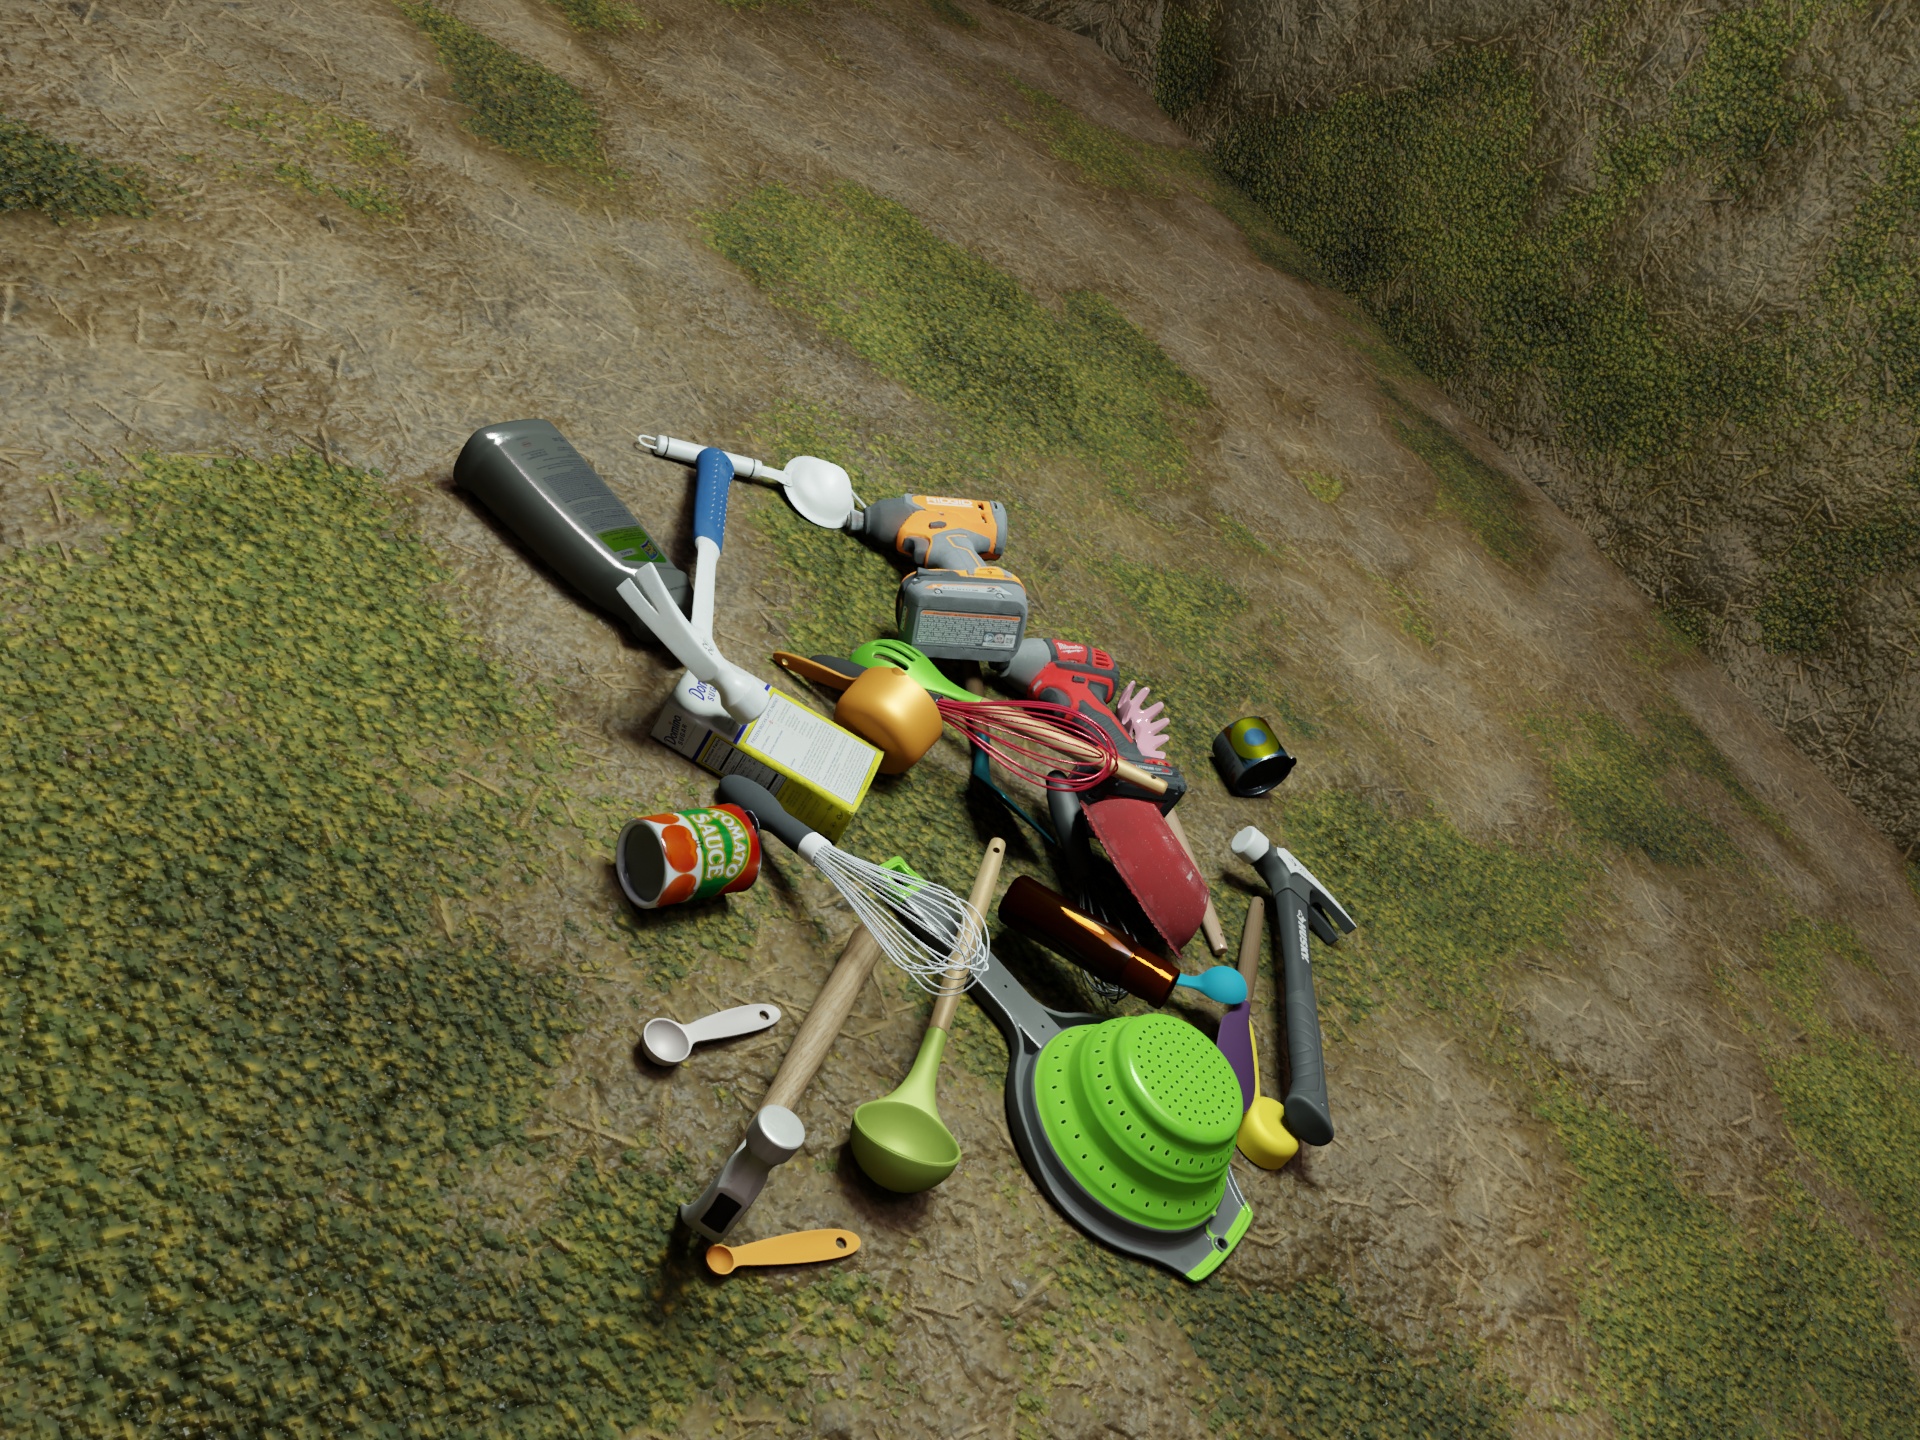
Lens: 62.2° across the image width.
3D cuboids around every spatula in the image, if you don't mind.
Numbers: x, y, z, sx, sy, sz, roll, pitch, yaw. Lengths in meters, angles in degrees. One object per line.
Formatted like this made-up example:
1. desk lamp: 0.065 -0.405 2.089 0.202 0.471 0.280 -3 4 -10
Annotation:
1. spatula: 0.249 0.237 1.391 0.059 0.018 0.316 56 24 -13
2. spatula: 0.027 -0.006 1.491 0.082 0.044 0.318 43 24 -36

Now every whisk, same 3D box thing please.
1. whisk: -0.002 -0.004 1.384 0.296 0.073 0.073 19 31 15
2. whisk: 0.109 0.137 1.371 0.055 0.055 0.239 13 44 -31
3. whisk: -0.087 0.113 1.185 0.285 0.070 0.070 32 28 33

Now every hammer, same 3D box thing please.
1. hammer: 0.304 0.240 1.412 0.146 0.035 0.335 40 30 -18
2. hammer: -0.222 -0.149 1.372 0.144 0.035 0.406 48 15 -28
3. hammer: -0.105 0.225 1.058 0.031 0.130 0.331 35 23 -2

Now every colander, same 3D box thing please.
1. colander: 0.089 0.232 1.216 0.397 0.094 0.204 46 35 14

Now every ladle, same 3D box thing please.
1. ladle: -0.007 0.199 1.156 0.078 0.062 0.320 22 47 -2

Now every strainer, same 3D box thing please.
1. strainer: -0.197 -0.249 1.588 0.258 0.050 0.087 11 56 -28

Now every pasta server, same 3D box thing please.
1. pasta server: 0.207 0.090 1.541 0.060 0.040 0.317 24 36 -37

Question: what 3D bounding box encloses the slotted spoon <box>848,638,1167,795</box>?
1. slotted spoon: 0.042 -0.005 1.431 0.314 0.031 0.070 25 36 11

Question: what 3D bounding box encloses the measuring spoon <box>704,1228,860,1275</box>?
1. measuring spoon: -0.111 0.334 0.997 0.116 0.011 0.021 8 43 -41

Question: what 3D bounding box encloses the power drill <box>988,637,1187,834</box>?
1. power drill: 0.115 0.006 1.529 0.143 0.078 0.220 10 40 -34

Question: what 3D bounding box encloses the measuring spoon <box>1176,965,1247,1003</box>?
1. measuring spoon: 0.182 0.211 1.350 0.128 0.021 0.042 13 23 4

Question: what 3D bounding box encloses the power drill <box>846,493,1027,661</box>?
1. power drill: -0.025 -0.151 1.567 0.164 0.084 0.227 3 35 -12

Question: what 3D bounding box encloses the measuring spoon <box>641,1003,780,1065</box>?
1. measuring spoon: -0.170 0.214 1.087 0.124 0.018 0.034 -4 50 -52

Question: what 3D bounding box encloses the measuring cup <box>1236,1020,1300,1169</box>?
1. measuring cup: 0.251 0.301 1.333 0.062 0.029 0.157 24 38 -19

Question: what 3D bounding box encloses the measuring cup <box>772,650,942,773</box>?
1. measuring cup: -0.102 -0.012 1.371 0.174 0.095 0.052 23 50 19
